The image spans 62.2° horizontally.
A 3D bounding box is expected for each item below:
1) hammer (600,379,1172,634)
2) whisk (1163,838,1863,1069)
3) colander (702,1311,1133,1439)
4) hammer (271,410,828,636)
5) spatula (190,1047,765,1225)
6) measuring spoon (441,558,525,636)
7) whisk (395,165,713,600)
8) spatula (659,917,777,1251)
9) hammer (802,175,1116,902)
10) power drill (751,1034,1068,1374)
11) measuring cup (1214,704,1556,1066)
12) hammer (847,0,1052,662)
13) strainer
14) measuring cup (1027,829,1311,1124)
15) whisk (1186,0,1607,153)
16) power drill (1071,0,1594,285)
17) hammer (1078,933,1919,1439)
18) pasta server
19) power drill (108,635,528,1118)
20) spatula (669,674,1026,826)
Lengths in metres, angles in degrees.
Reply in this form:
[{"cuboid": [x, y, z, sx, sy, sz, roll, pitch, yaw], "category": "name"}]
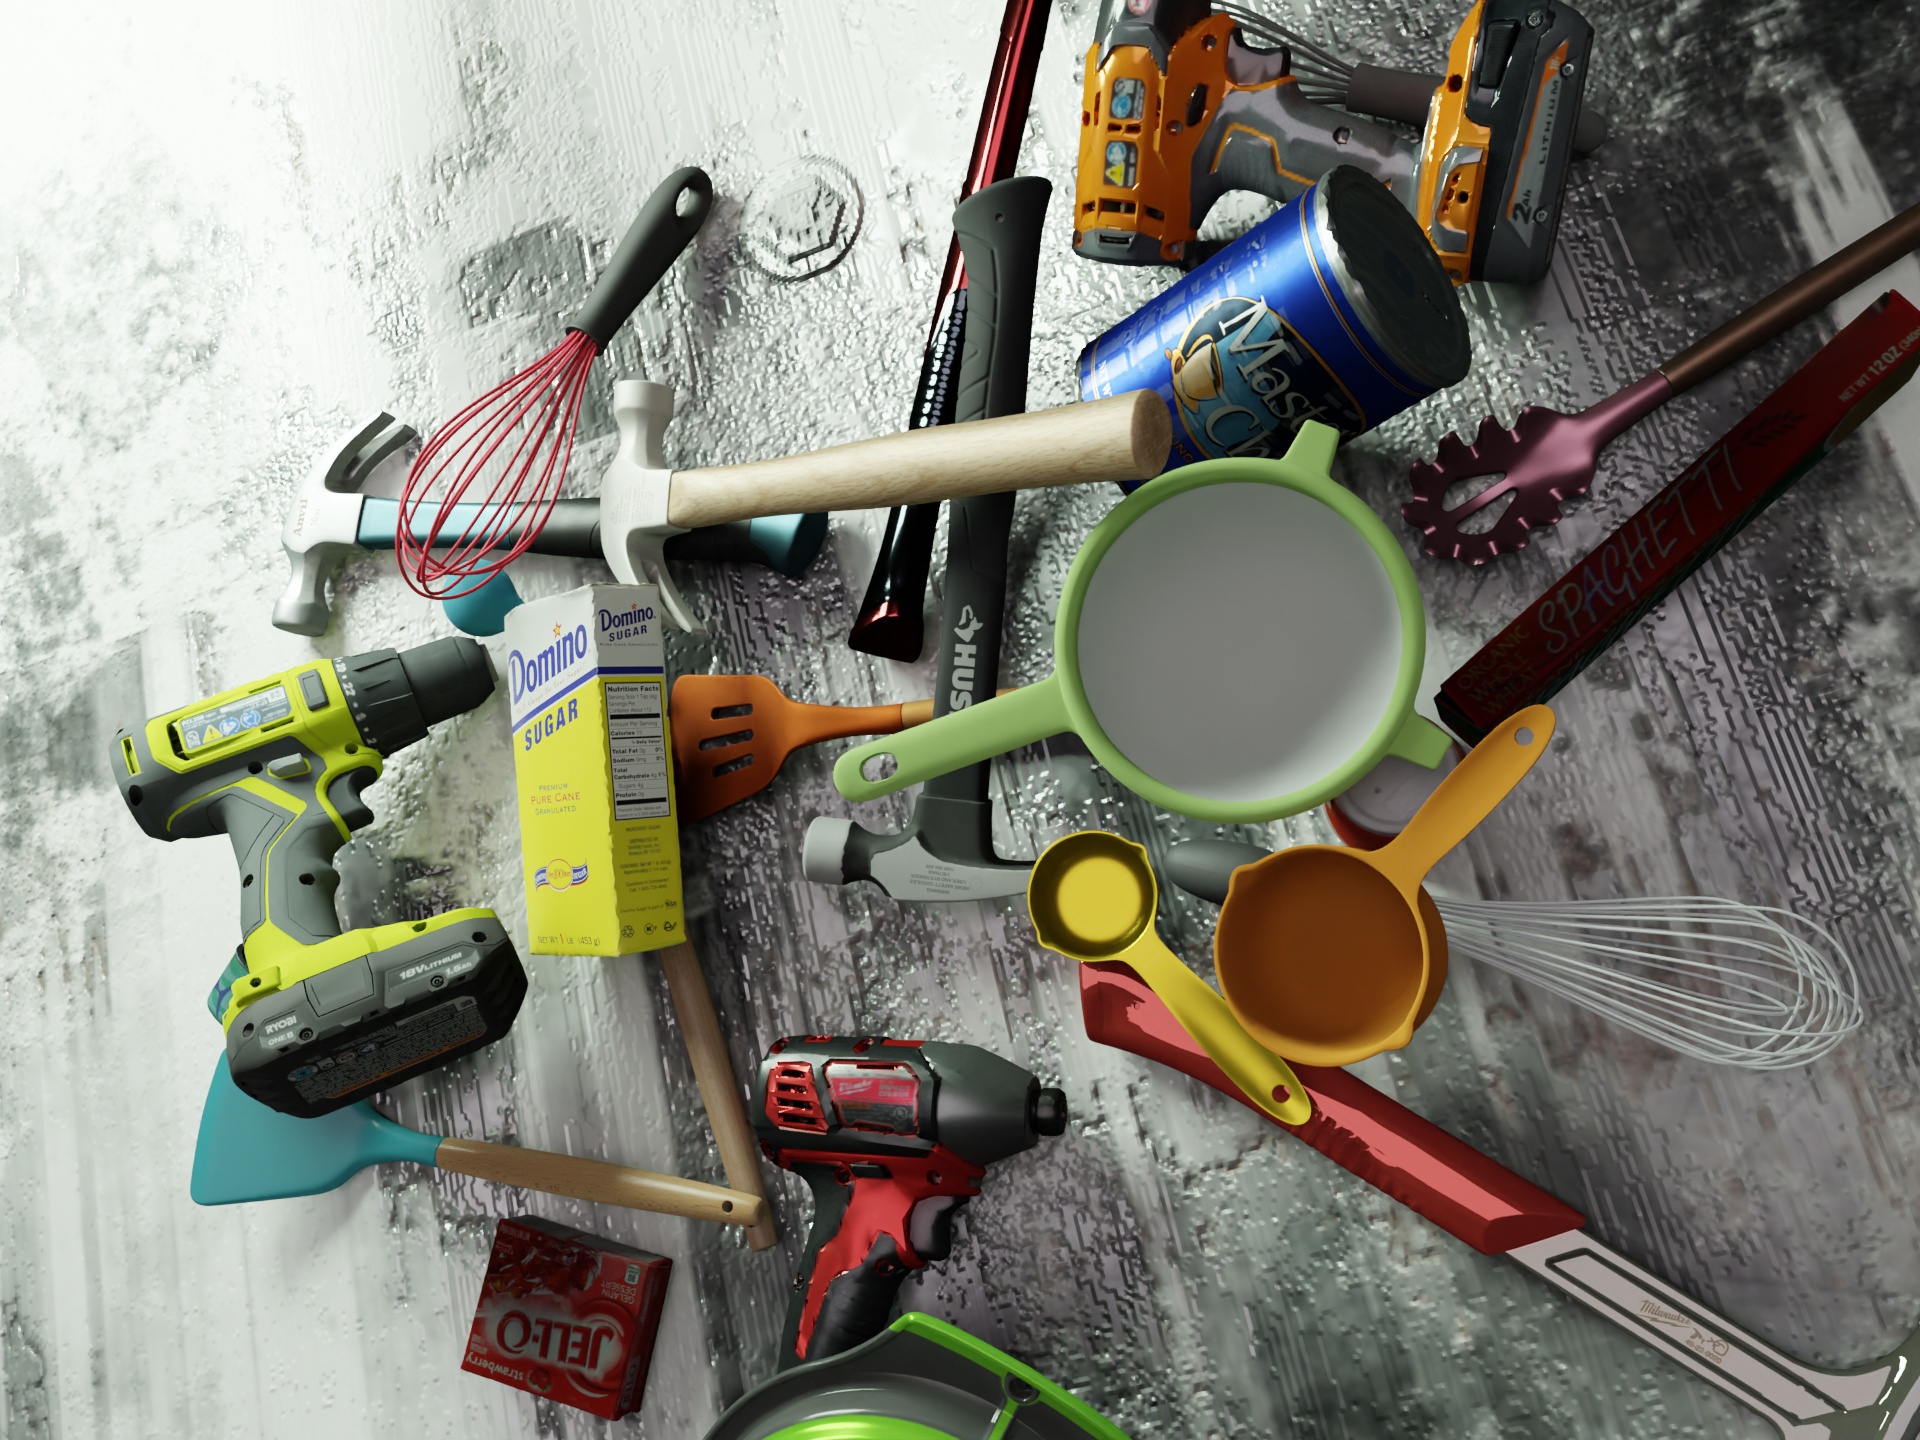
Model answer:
[{"cuboid": [-0.052, -0.109, 0.724, 0.331, 0.031, 0.130, 0, 85, 39], "category": "hammer"}, {"cuboid": [0.221, 0.088, 0.672, 0.285, 0.070, 0.070, 11, 81, 25], "category": "whisk"}, {"cuboid": [-0.064, 0.424, 0.606, 0.204, 0.094, 0.397, 27, 105, 12], "category": "colander"}, {"cuboid": [-0.229, -0.105, 0.872, 0.331, 0.033, 0.128, 3, 80, 18], "category": "hammer"}, {"cuboid": [-0.242, 0.220, 0.788, 0.317, 0.044, 0.082, 2, 76, 23], "category": "spatula"}, {"cuboid": [-0.222, -0.046, 0.839, 0.129, 0.021, 0.042, 25, 105, 12], "category": "measuring spoon"}, {"cuboid": [-0.210, -0.187, 0.847, 0.073, 0.073, 0.296, 19, 67, 21], "category": "whisk"}, {"cuboid": [-0.147, 0.111, 0.802, 0.060, 0.018, 0.316, -27, 70, 14], "category": "spatula"}, {"cuboid": [0.014, -0.080, 0.735, 0.146, 0.035, 0.335, 6, 94, 11], "category": "hammer"}, {"cuboid": [-0.026, 0.251, 0.702, 0.143, 0.078, 0.220, -2, 74, 17], "category": "power drill"}, {"cuboid": [0.179, 0.063, 0.638, 0.095, 0.052, 0.173, 46, 106, 25], "category": "measuring cup"}, {"cuboid": [-0.001, -0.221, 0.805, 0.038, 0.143, 0.386, 13, 92, -18], "category": "hammer"}, {"cuboid": [0.070, -0.014, 0.689, 0.256, 0.069, 0.151, -20, 83, 12], "category": "strainer"}, {"cuboid": [0.092, 0.112, 0.686, 0.062, 0.029, 0.156, -44, 77, 2], "category": "measuring cup"}, {"cuboid": [0.194, -0.311, 0.777, 0.239, 0.055, 0.055, 19, 84, 17], "category": "whisk"}, {"cuboid": [0.165, -0.287, 0.731, 0.226, 0.084, 0.164, 12, 115, 20], "category": "power drill"}, {"cuboid": [0.209, 0.184, 0.660, 0.359, 0.036, 0.149, 30, 88, 21], "category": "hammer"}, {"cuboid": [0.336, -0.165, 0.700, 0.316, 0.040, 0.060, -32, 82, 7], "category": "pasta server"}, {"cuboid": [-0.304, 0.063, 0.802, 0.190, 0.080, 0.229, -22, 60, -16], "category": "power drill"}, {"cuboid": [-0.001, -0.002, 0.781, 0.322, 0.041, 0.081, -6, 77, 12], "category": "spatula"}]
